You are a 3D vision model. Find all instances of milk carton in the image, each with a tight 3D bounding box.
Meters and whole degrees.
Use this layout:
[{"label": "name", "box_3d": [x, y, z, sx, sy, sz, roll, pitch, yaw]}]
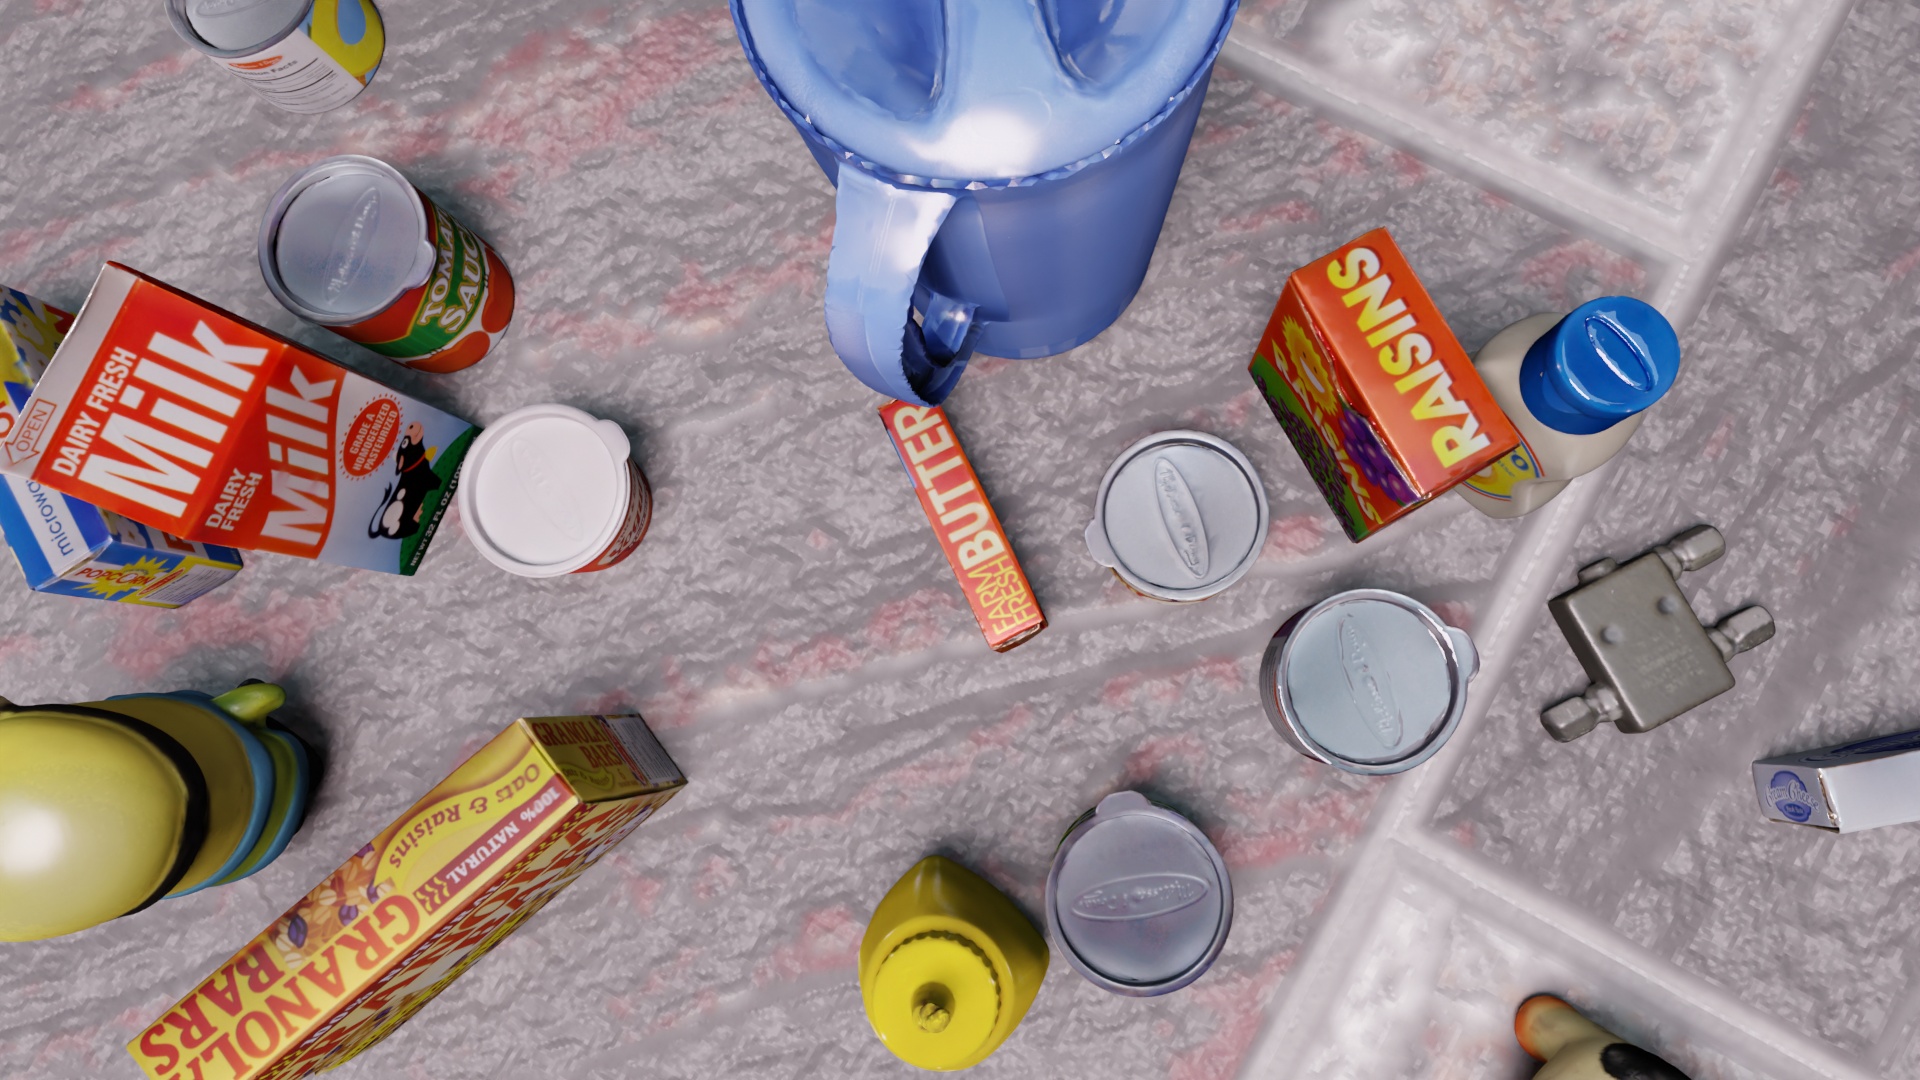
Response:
[{"label": "milk carton", "box_3d": [-0.257, -0.040, 0.499, 0.073, 0.190, 0.072, 25, 86, 8]}]

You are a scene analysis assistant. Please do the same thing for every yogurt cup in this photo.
[{"label": "yogurt cup", "box_3d": [-0.158, -0.017, 0.556, 0.072, 0.054, 0.072, -1, 83, 5]}]

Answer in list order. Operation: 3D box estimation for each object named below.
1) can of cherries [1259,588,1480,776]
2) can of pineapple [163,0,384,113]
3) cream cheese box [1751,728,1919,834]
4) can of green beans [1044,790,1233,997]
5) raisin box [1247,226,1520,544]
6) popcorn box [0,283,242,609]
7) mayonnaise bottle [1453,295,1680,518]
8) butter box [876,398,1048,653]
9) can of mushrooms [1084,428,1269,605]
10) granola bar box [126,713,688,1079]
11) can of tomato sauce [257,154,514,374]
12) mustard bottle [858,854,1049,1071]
[{"label": "can of cherries", "box_3d": [0.150, 0.053, 0.518, 0.071, 0.058, 0.071, -1, 83, 5]}, {"label": "can of pineapple", "box_3d": [-0.291, -0.227, 0.594, 0.071, 0.058, 0.071, -1, 83, 5]}, {"label": "cream cheese box", "box_3d": [0.349, 0.082, 0.498, 0.104, 0.053, 0.024, -12, 82, 3]}, {"label": "can of green beans", "box_3d": [0.065, 0.130, 0.515, 0.071, 0.058, 0.071, -1, 83, 5]}, {"label": "raisin box", "box_3d": [0.145, -0.050, 0.499, 0.040, 0.123, 0.086, -28, 81, 1]}, {"label": "popcorn box", "box_3d": [-0.355, -0.036, 0.561, 0.038, 0.085, 0.127, -32, 81, 1]}, {"label": "mayonnaise bottle", "box_3d": [0.200, -0.047, 0.481, 0.041, 0.148, 0.065, -36, 81, 0]}, {"label": "butter box", "box_3d": [0.002, -0.007, 0.541, 0.024, 0.053, 0.103, -26, 81, 2]}, {"label": "can of mushrooms", "box_3d": [0.083, -0.008, 0.544, 0.071, 0.033, 0.071, -1, 82, 5]}, {"label": "granola bar box", "box_3d": [-0.188, 0.130, 0.504, 0.165, 0.124, 0.039, -40, 81, -1]}, {"label": "can of tomato sauce", "box_3d": [-0.226, -0.108, 0.560, 0.071, 0.083, 0.071, -1, 83, 5]}, {"label": "mustard bottle", "box_3d": [-0.005, 0.145, 0.468, 0.065, 0.160, 0.049, 38, 88, 8]}]
